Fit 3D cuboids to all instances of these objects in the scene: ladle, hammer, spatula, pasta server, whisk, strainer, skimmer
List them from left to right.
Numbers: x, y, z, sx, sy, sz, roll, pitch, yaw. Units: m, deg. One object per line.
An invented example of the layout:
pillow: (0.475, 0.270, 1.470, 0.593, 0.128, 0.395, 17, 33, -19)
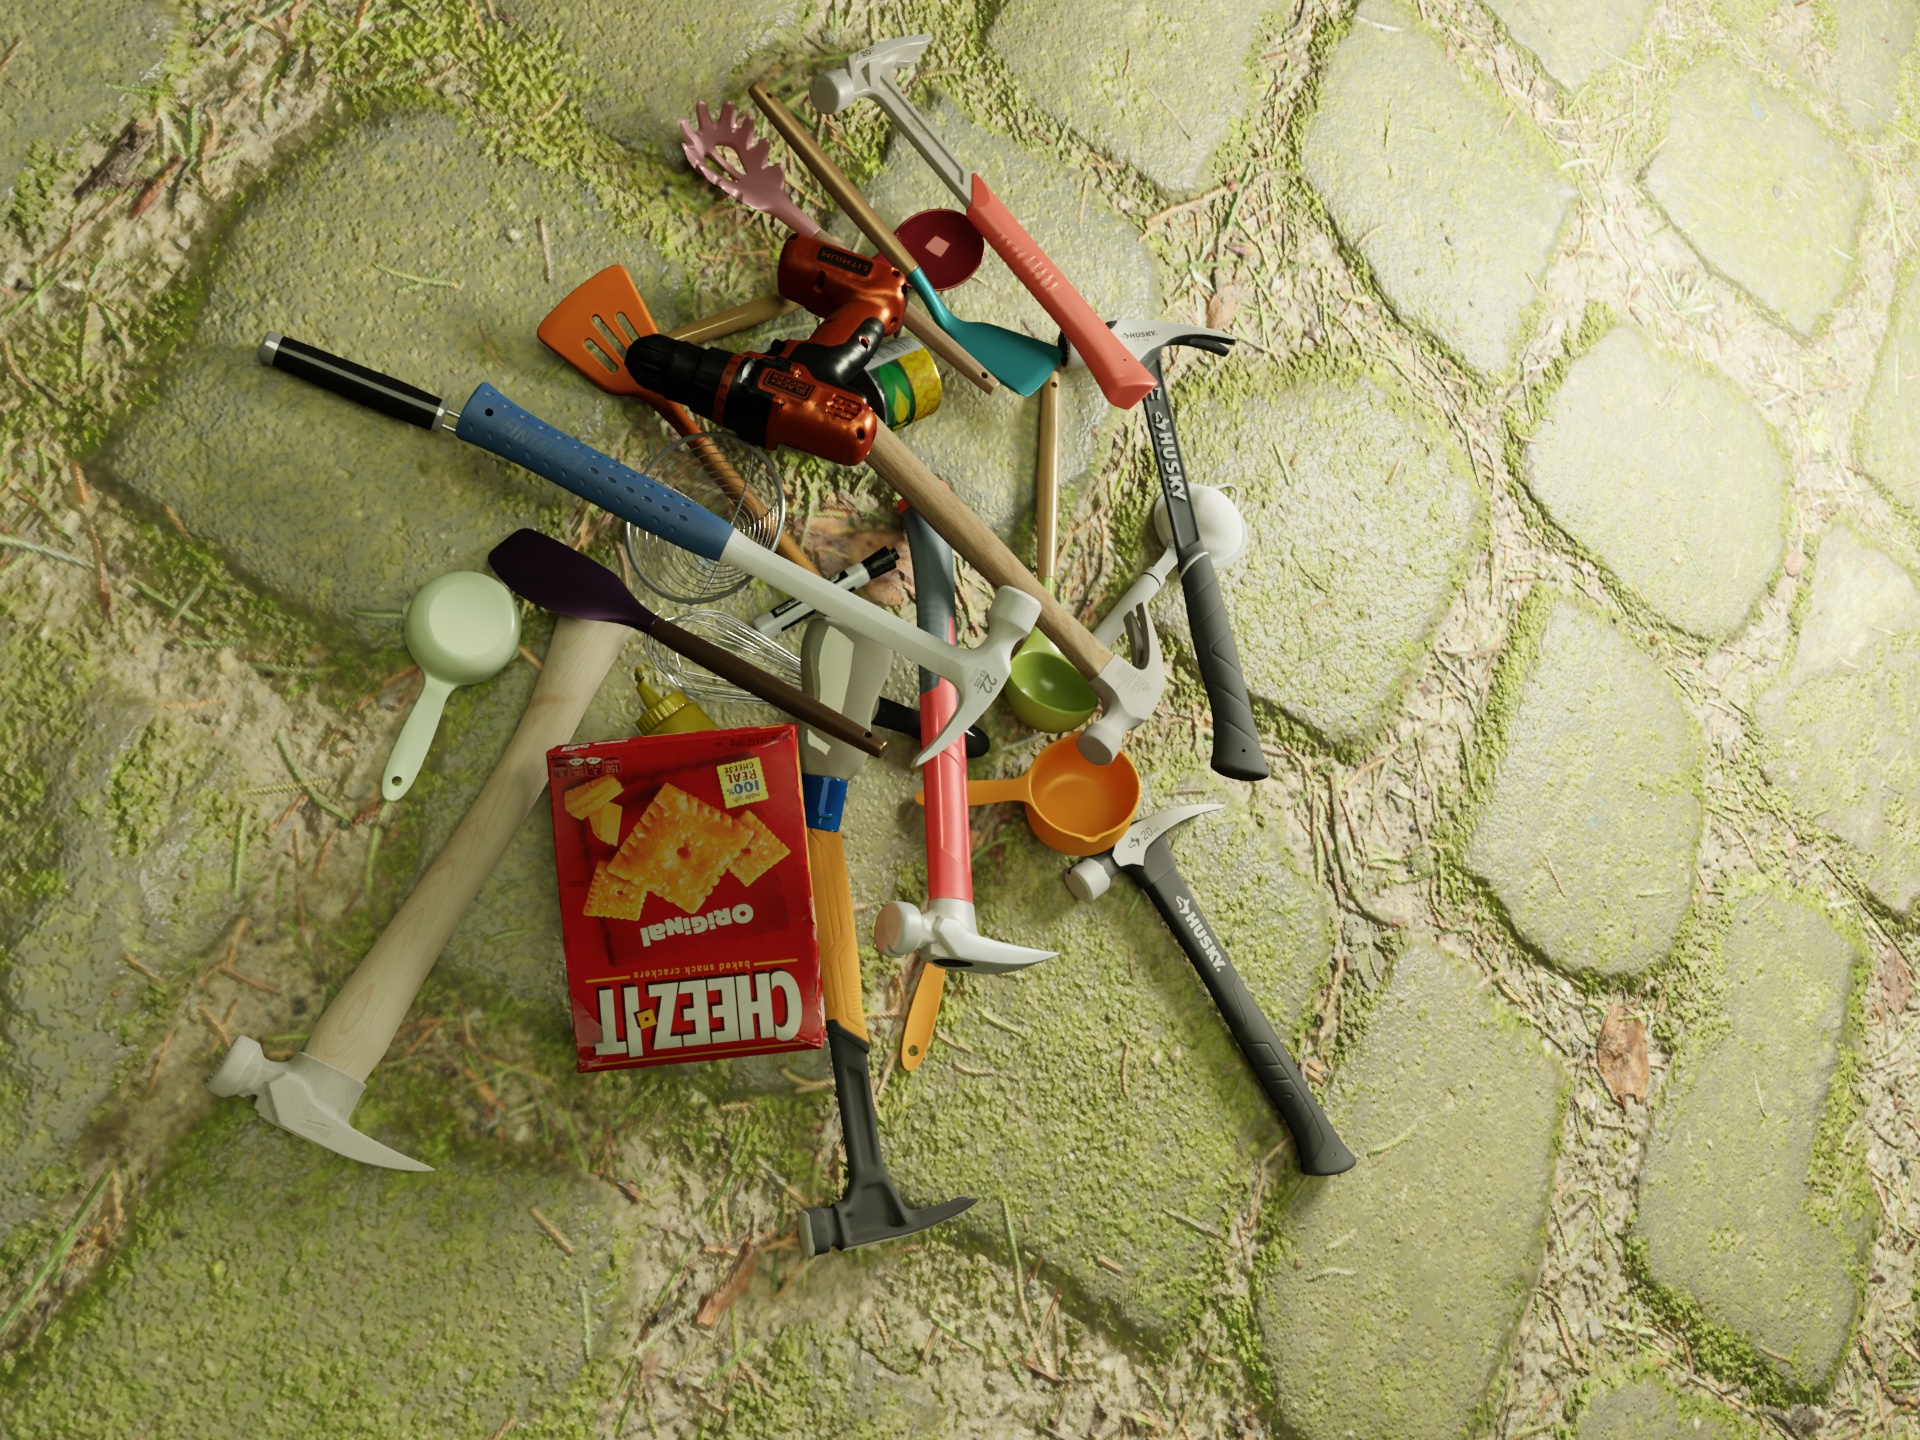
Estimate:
hammer: (-0.317, 0.091, 1.061, 0.146, 0.038, 0.411, 33, 67, -16)
skimmer: (-0.300, -0.190, 1.099, 0.363, 0.090, 0.127, 21, 88, -17)
spatula: (-0.188, -0.051, 1.085, 0.316, 0.018, 0.060, 28, 49, 12)
spatula: (-0.179, -0.187, 1.184, 0.081, 0.041, 0.322, -40, 99, -3)
hammer: (-0.152, -0.110, 1.085, 0.405, 0.035, 0.144, 27, 83, -7)
ladle: (-0.116, -0.337, 1.256, 0.315, 0.031, 0.069, -27, 88, -25)
whisk: (-0.100, -0.019, 1.178, 0.284, 0.070, 0.070, 19, 71, -24)
pasta server: (-0.091, -0.363, 1.239, 0.316, 0.040, 0.060, 41, 76, 1)
hammer: (-0.077, 0.201, 1.145, 0.127, 0.034, 0.337, -7, 81, -21)
spatula: (-0.048, -0.380, 1.252, 0.317, 0.044, 0.082, 47, 46, -13)
hammer: (-0.002, -0.004, 1.188, 0.143, 0.038, 0.387, 15, 60, -34)
hammer: (0.029, -0.121, 1.213, 0.331, 0.031, 0.130, 45, 55, -6)
hammer: (0.037, -0.404, 1.299, 0.359, 0.036, 0.149, 49, 48, -1)
ladle: (0.075, -0.142, 1.285, 0.078, 0.062, 0.320, 9, 72, -22)
strainer: (0.168, -0.124, 1.333, 0.087, 0.050, 0.258, 39, 68, 5)
hammer: (0.192, -0.147, 1.305, 0.149, 0.036, 0.409, -9, 75, -10)
hammer: (0.224, 0.222, 1.282, 0.146, 0.035, 0.335, -33, 93, -26)

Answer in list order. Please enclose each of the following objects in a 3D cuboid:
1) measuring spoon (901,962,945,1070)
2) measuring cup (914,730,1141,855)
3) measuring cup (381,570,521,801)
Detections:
measuring spoon: (-0.025, 0.204, 1.187, 0.021, 0.011, 0.117, 18, 75, -11)
measuring cup: (0.051, 0.064, 1.233, 0.173, 0.052, 0.095, -4, 61, -3)
measuring cup: (-0.350, -0.025, 1.068, 0.083, 0.038, 0.168, 24, 67, -18)
